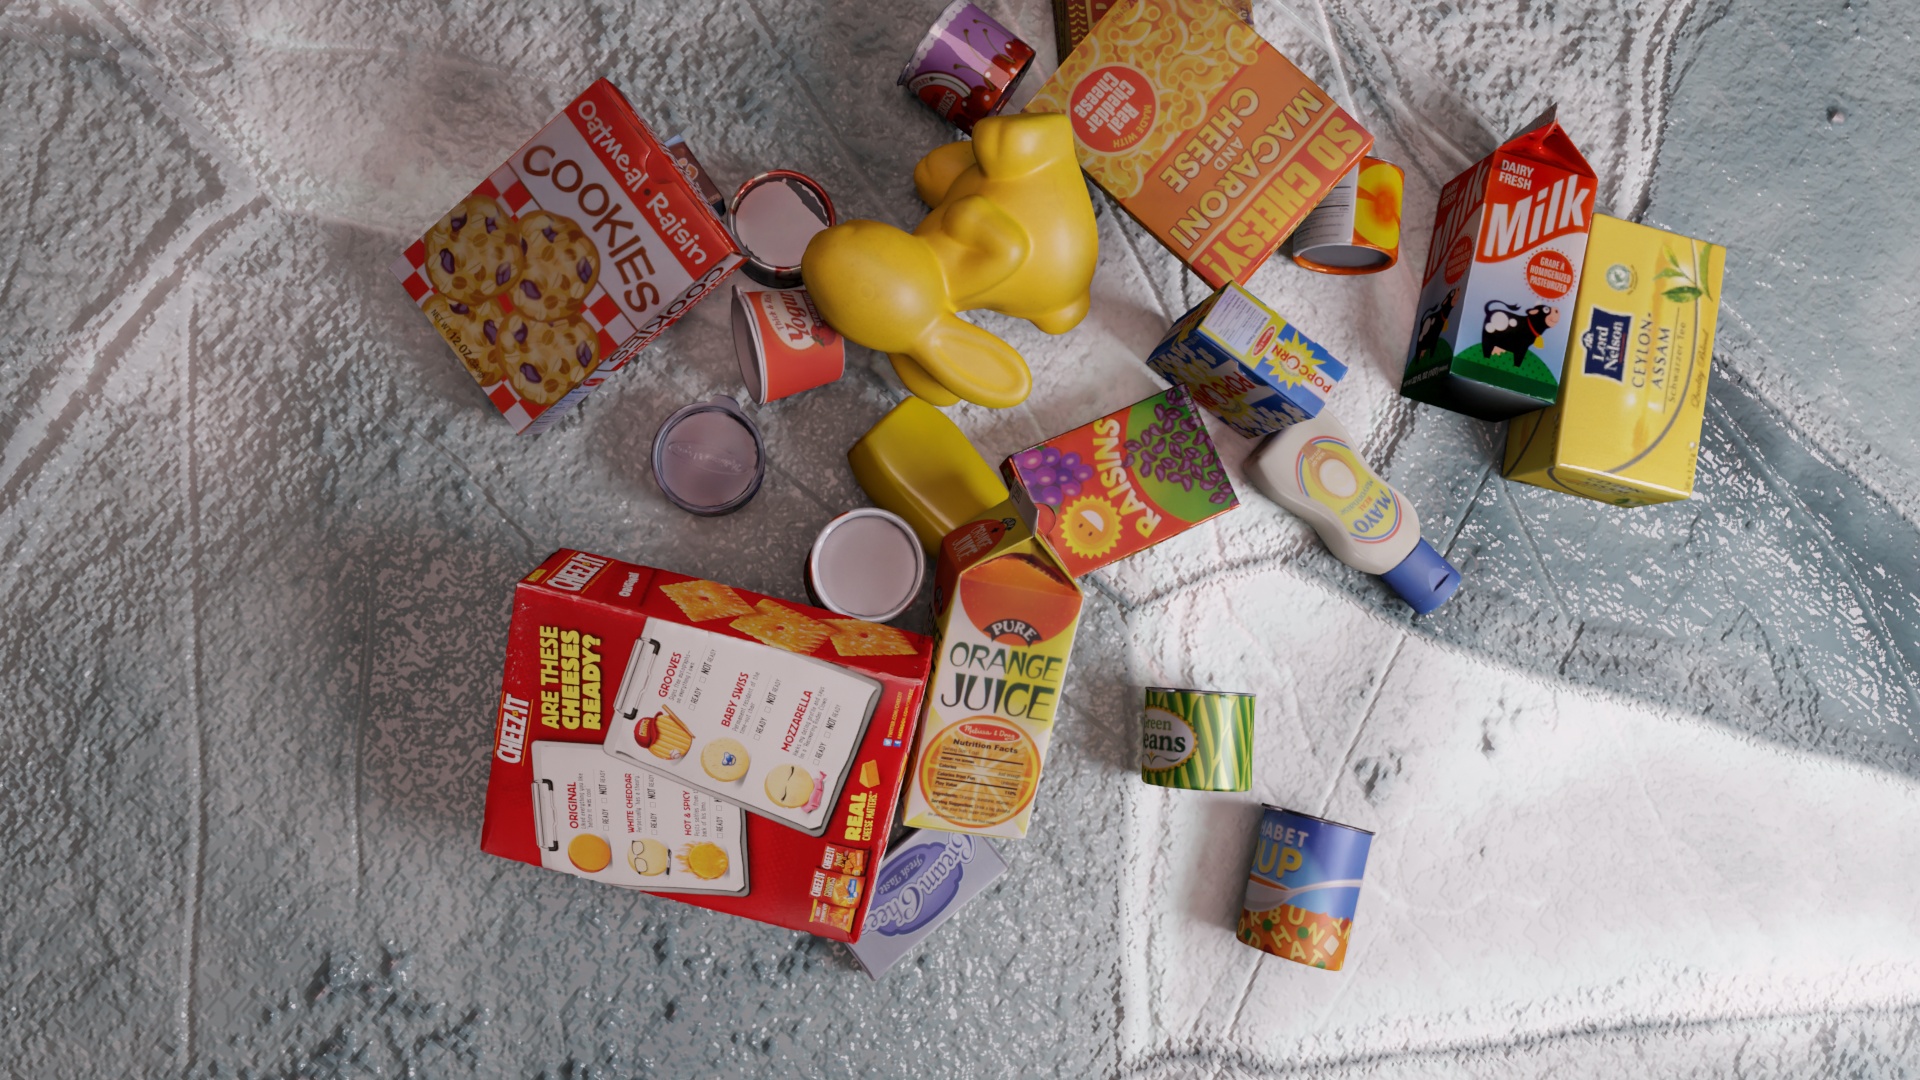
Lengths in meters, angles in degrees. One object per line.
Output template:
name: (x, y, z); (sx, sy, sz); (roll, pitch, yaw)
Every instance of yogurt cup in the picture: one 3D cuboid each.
yogurt cup: (-0.102, -0.118, 0.824); (0.054, 0.072, 0.072); (-13, 87, -17)

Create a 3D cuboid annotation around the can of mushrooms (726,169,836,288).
can of mushrooms: (-0.107, -0.191, 0.845); (0.071, 0.033, 0.071); (1, 84, -7)

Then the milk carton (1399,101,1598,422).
milk carton: (0.348, -0.180, 0.891); (0.073, 0.072, 0.190); (15, 82, -6)

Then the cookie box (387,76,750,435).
cookie box: (-0.223, -0.160, 0.794); (0.167, 0.040, 0.123); (-37, 90, 10)

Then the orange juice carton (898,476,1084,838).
orange juice carton: (0.017, 0.064, 0.785); (0.073, 0.072, 0.192); (10, 104, -10)

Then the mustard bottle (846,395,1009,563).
mustard bottle: (0.003, -0.010, 0.832); (0.160, 0.048, 0.065); (49, 61, -5)

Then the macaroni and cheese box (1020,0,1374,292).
macaroni and cheese box: (0.139, -0.242, 0.821); (0.166, 0.040, 0.123); (44, 100, 7)

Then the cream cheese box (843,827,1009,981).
cream cheese box: (-0.028, 0.204, 0.821); (0.104, 0.024, 0.053); (-38, 91, -10)

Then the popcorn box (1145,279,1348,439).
popcorn box: (0.167, -0.104, 0.829); (0.085, 0.126, 0.038); (37, 86, -3)

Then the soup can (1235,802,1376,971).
soup can: (0.204, 0.206, 0.833); (0.071, 0.071, 0.084); (16, 83, -6)

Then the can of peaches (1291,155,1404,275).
can of peaches: (0.248, -0.205, 0.883); (0.071, 0.071, 0.058); (7, 84, -7)

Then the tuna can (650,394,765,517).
tuna can: (-0.148, -0.050, 0.825); (0.071, 0.033, 0.071); (1, 84, -8)

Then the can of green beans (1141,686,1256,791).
can of green beans: (0.143, 0.119, 0.833); (0.071, 0.071, 0.058); (5, 84, -8)

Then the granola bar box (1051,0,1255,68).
granola bar box: (0.118, -0.380, 0.894); (0.124, 0.039, 0.165); (-5, 85, -9)

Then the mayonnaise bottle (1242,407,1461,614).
mayonnaise bottle: (0.250, -0.017, 0.875); (0.148, 0.041, 0.065); (44, 78, -1)

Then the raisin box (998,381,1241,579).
raisin box: (0.097, -0.034, 0.856); (0.123, 0.040, 0.086); (-23, 89, -9)

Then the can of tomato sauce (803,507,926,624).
can of tomato sauce: (-0.057, 0.019, 0.805); (0.071, 0.083, 0.071); (1, 84, -8)

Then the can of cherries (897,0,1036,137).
can of cherries: (0.003, -0.288, 0.855); (0.058, 0.071, 0.071); (37, 81, -5)

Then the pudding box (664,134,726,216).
pudding box: (-0.189, -0.200, 0.835); (0.084, 0.030, 0.049); (-34, 90, -10)
